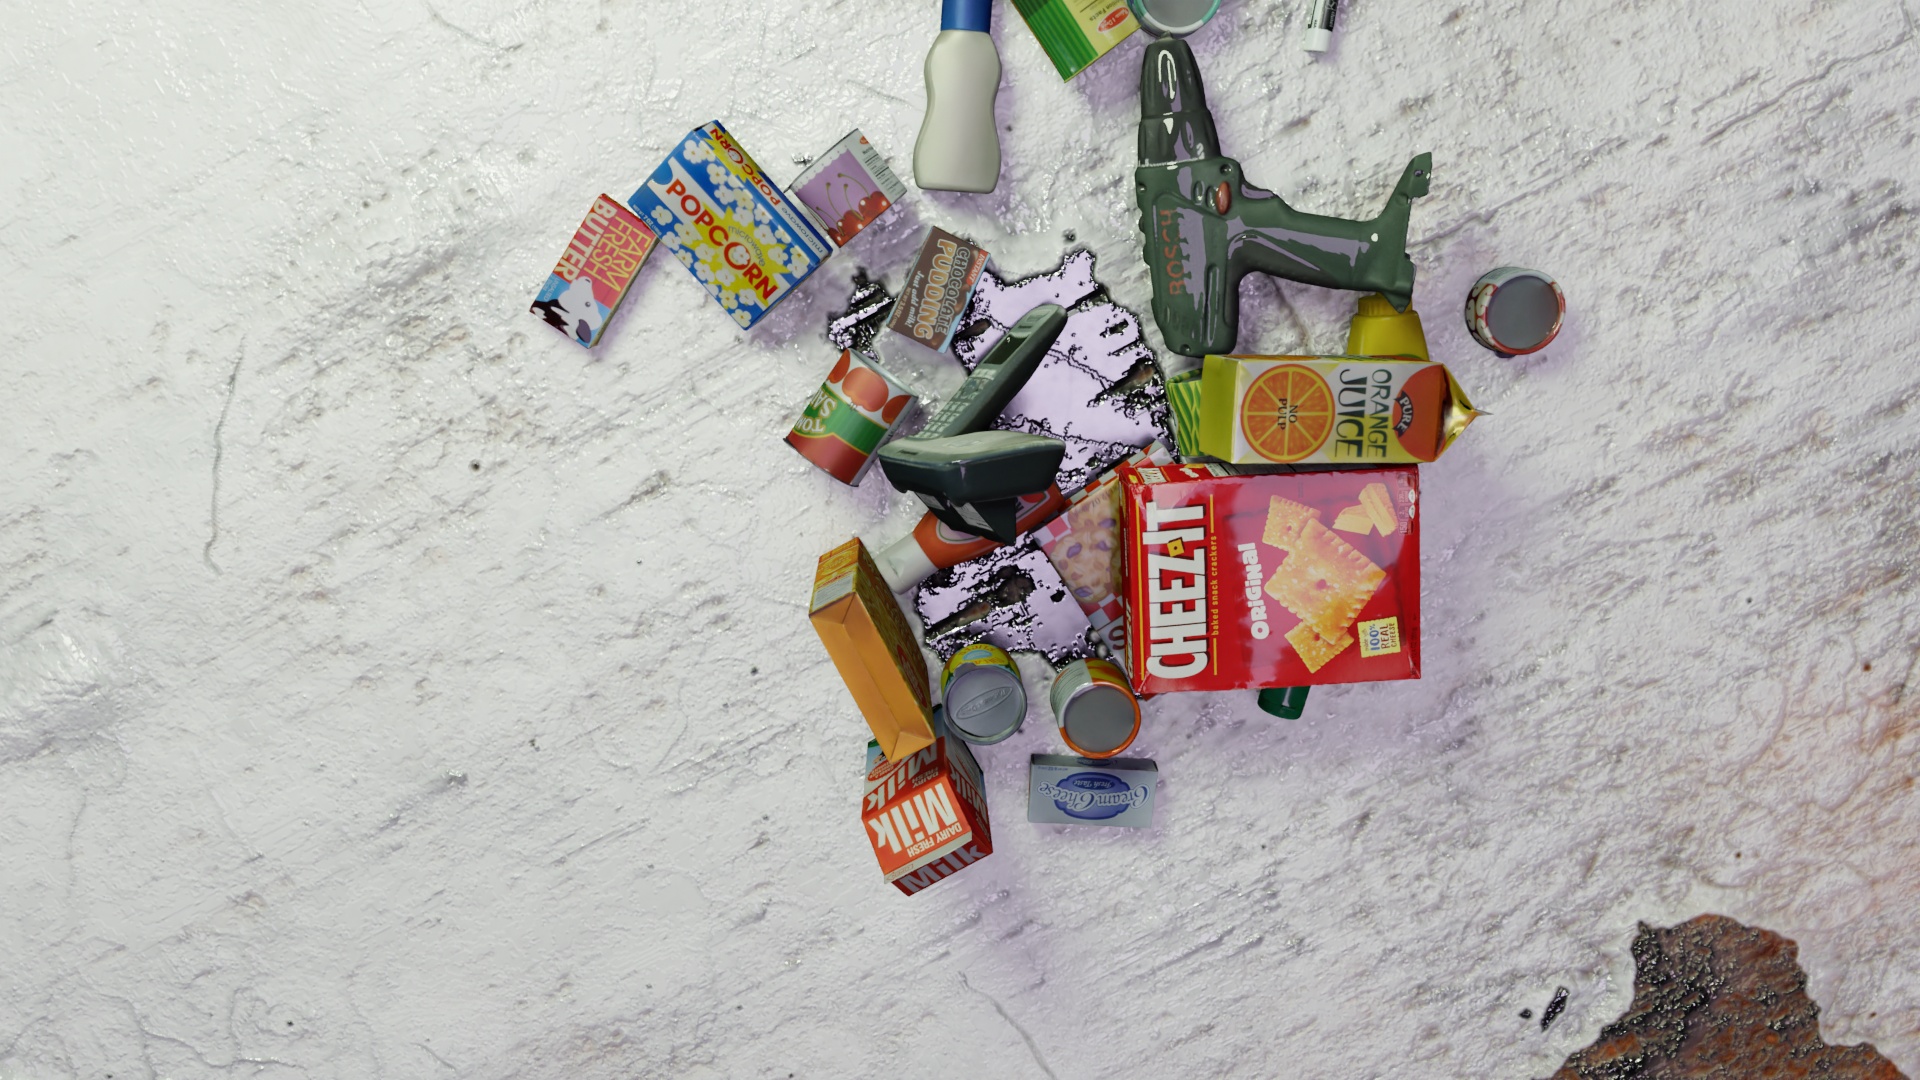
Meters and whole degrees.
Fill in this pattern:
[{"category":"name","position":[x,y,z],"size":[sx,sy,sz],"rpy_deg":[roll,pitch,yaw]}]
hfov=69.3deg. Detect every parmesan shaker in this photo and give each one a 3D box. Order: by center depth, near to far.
[{"category":"parmesan shaker","position":[0.073,-0.387,0.981],"size":[0.071,0.071,0.103],"rpy_deg":[-36,101,6]}]

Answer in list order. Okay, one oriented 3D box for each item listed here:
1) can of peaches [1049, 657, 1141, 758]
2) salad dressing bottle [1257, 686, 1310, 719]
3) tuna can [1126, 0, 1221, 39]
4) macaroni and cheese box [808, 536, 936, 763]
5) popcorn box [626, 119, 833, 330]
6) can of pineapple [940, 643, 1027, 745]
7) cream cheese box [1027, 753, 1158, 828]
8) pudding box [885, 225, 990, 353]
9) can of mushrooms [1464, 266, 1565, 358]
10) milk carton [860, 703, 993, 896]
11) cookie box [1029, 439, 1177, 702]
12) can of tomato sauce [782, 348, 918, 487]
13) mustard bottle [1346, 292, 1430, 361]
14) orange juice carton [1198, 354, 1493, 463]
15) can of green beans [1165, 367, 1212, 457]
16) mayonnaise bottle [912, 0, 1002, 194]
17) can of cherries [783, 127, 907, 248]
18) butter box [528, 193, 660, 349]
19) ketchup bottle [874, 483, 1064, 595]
[{"category":"can of peaches","position":[0.109,0.134,1.104],"size":[0.071,0.058,0.071],"rpy_deg":[-1,103,-2]},{"category":"salad dressing bottle","position":[0.274,0.069,1.105],"size":[0.064,0.044,0.147],"rpy_deg":[13,103,-7]},{"category":"tuna can","position":[0.155,-0.398,0.998],"size":[0.071,0.033,0.071],"rpy_deg":[-1,103,-3]},{"category":"macaroni and cheese box","position":[-0.063,0.075,1.026],"size":[0.040,0.167,0.123],"rpy_deg":[-26,103,3]},{"category":"popcorn box","position":[-0.165,-0.226,1.002],"size":[0.085,0.038,0.126],"rpy_deg":[-34,104,35]},{"category":"can of pineapple","position":[0.017,0.119,1.096],"size":[0.071,0.058,0.070],"rpy_deg":[-1,103,-3]},{"category":"cream cheese box","position":[0.107,0.205,1.137],"size":[0.104,0.024,0.053],"rpy_deg":[3,104,-3]},{"category":"pudding box","position":[-0.017,-0.187,1.039],"size":[0.049,0.030,0.083],"rpy_deg":[25,101,-9]},{"category":"can of mushrooms","position":[0.424,-0.173,1.062],"size":[0.071,0.033,0.071],"rpy_deg":[-1,103,-3]},{"category":"milk carton","position":[-0.025,0.199,1.044],"size":[0.072,0.191,0.073],"rpy_deg":[-29,103,4]},{"category":"cookie box","position":[0.150,0.025,1.091],"size":[0.123,0.040,0.167],"rpy_deg":[-34,101,5]},{"category":"can of tomato sauce","position":[-0.082,-0.093,1.038],"size":[0.071,0.071,0.083],"rpy_deg":[34,99,-10]},{"category":"mustard bottle","position":[0.324,-0.136,1.057],"size":[0.065,0.049,0.159],"rpy_deg":[-9,103,-4]},{"category":"orange juice carton","position":[0.275,-0.095,0.993],"size":[0.193,0.072,0.073],"rpy_deg":[-1,101,-9]},{"category":"can of green beans","position":[0.193,-0.099,1.051],"size":[0.071,0.071,0.057],"rpy_deg":[-15,103,1]},{"category":"mayonnaise bottle","position":[0.001,-0.328,1.003],"size":[0.065,0.041,0.147],"rpy_deg":[3,102,-5]},{"category":"can of cherries","position":[-0.083,-0.252,1.003],"size":[0.071,0.071,0.058],"rpy_deg":[-39,103,6]},{"category":"butter box","position":[-0.269,-0.199,1.027],"size":[0.053,0.024,0.103],"rpy_deg":[32,100,-10]},{"category":"ketchup bottle","position":[0.004,-0.013,1.071],"size":[0.149,0.043,0.065],"rpy_deg":[-35,80,6]}]
